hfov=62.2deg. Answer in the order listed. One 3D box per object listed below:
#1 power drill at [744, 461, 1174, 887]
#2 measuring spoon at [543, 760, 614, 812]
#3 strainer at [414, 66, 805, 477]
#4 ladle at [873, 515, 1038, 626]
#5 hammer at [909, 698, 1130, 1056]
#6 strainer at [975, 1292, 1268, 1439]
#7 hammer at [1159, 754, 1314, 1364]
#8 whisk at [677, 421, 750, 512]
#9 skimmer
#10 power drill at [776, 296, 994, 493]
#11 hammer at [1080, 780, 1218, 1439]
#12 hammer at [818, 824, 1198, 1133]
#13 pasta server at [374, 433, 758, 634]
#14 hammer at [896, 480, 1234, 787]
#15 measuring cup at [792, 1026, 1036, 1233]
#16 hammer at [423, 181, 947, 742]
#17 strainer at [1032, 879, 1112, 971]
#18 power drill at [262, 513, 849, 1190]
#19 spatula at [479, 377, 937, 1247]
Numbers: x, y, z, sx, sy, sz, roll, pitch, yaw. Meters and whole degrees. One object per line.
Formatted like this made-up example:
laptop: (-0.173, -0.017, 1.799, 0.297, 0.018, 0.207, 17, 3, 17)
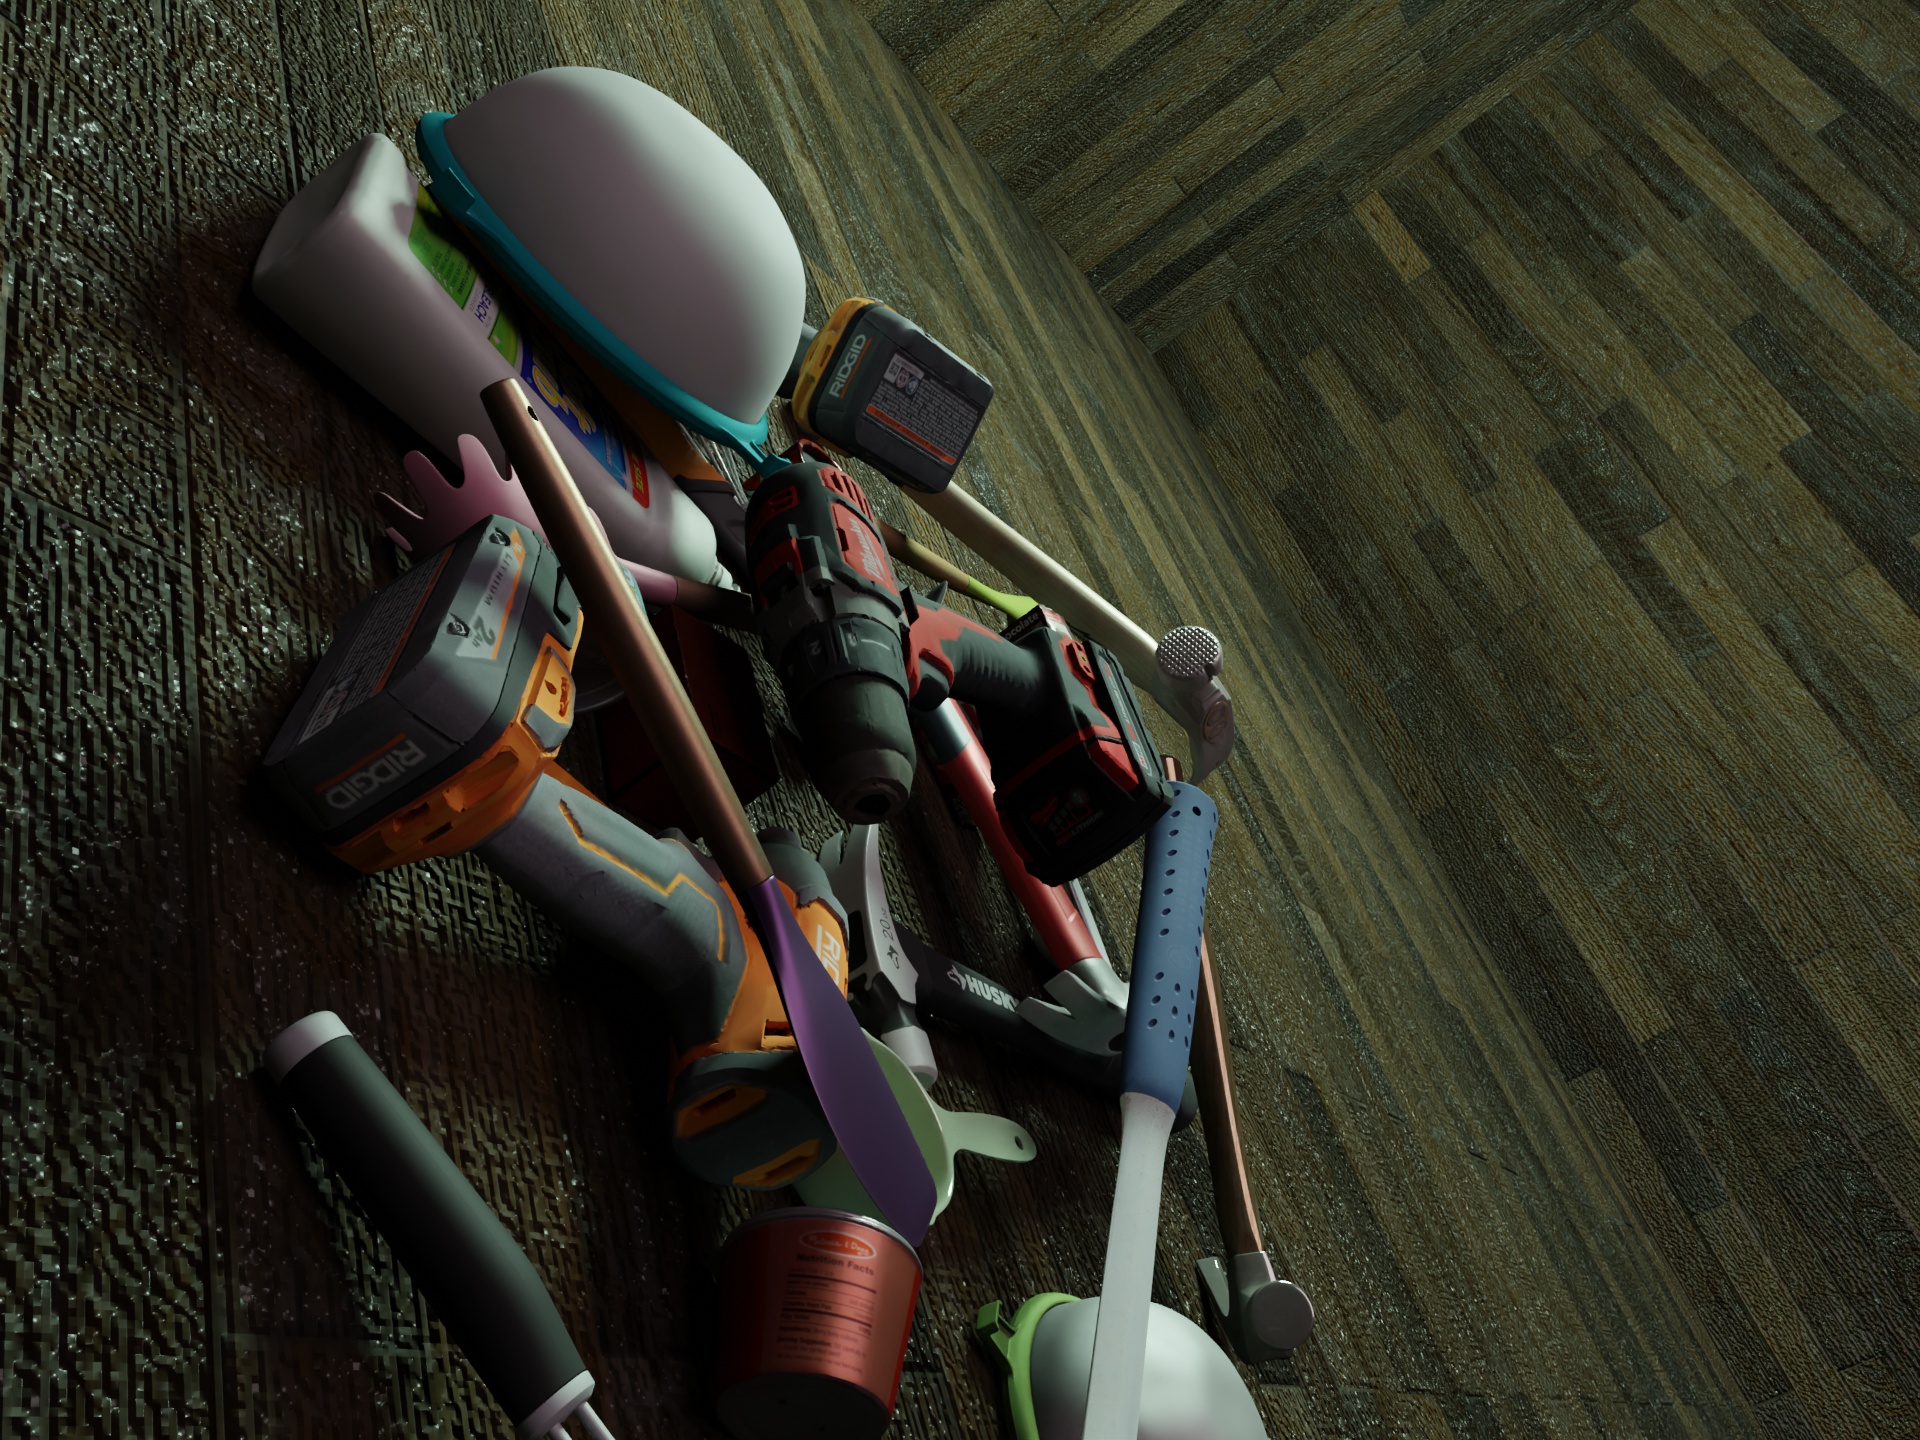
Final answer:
power drill: (-0.001, -0.002, 0.725, 0.226, 0.080, 0.188, 32, 30, -40)
measuring spoon: (-0.147, 0.029, 0.621, 0.116, 0.011, 0.021, 48, 20, -24)
strainer: (-0.157, -0.270, 0.802, 0.210, 0.095, 0.341, 39, 17, -33)
ladle: (-0.025, -0.099, 1.120, 0.319, 0.062, 0.078, 27, 29, -44)
hammer: (-0.007, 0.014, 0.885, 0.143, 0.038, 0.387, 31, 24, -56)
strainer: (0.103, 0.341, 0.633, 0.151, 0.069, 0.257, 31, 29, -52)
hammer: (0.135, 0.175, 0.870, 0.130, 0.031, 0.332, 91, -7, -63)
whisk: (-0.126, -0.123, 0.882, 0.246, 0.058, 0.059, 59, -12, -5)
skimmer: (-0.083, 0.239, 0.401, 0.363, 0.090, 0.127, 49, 19, 12)
power drill: (-0.090, -0.213, 0.957, 0.226, 0.084, 0.185, 30, 5, 31)
hammer: (0.084, 0.179, 0.684, 0.144, 0.035, 0.406, 28, 41, -10)
hammer: (0.039, 0.158, 0.835, 0.334, 0.035, 0.146, 35, 28, -48)
pasta server: (-0.117, -0.059, 0.716, 0.316, 0.060, 0.040, 12, 39, -55)
hammer: (0.025, -0.112, 1.057, 0.411, 0.038, 0.146, 43, -15, 31)
measuring cup: (-0.018, 0.177, 0.658, 0.167, 0.038, 0.083, 30, 31, -57)
hammer: (-0.147, -0.141, 0.818, 0.336, 0.034, 0.127, 47, 50, -15)
strainer: (0.058, 0.070, 0.977, 0.086, 0.050, 0.259, 62, 14, -54)
power drill: (-0.120, 0.041, 0.566, 0.226, 0.084, 0.164, 51, 19, -28)
spatula: (-0.081, 0.032, 0.526, 0.316, 0.018, 0.060, 64, 14, -4)
